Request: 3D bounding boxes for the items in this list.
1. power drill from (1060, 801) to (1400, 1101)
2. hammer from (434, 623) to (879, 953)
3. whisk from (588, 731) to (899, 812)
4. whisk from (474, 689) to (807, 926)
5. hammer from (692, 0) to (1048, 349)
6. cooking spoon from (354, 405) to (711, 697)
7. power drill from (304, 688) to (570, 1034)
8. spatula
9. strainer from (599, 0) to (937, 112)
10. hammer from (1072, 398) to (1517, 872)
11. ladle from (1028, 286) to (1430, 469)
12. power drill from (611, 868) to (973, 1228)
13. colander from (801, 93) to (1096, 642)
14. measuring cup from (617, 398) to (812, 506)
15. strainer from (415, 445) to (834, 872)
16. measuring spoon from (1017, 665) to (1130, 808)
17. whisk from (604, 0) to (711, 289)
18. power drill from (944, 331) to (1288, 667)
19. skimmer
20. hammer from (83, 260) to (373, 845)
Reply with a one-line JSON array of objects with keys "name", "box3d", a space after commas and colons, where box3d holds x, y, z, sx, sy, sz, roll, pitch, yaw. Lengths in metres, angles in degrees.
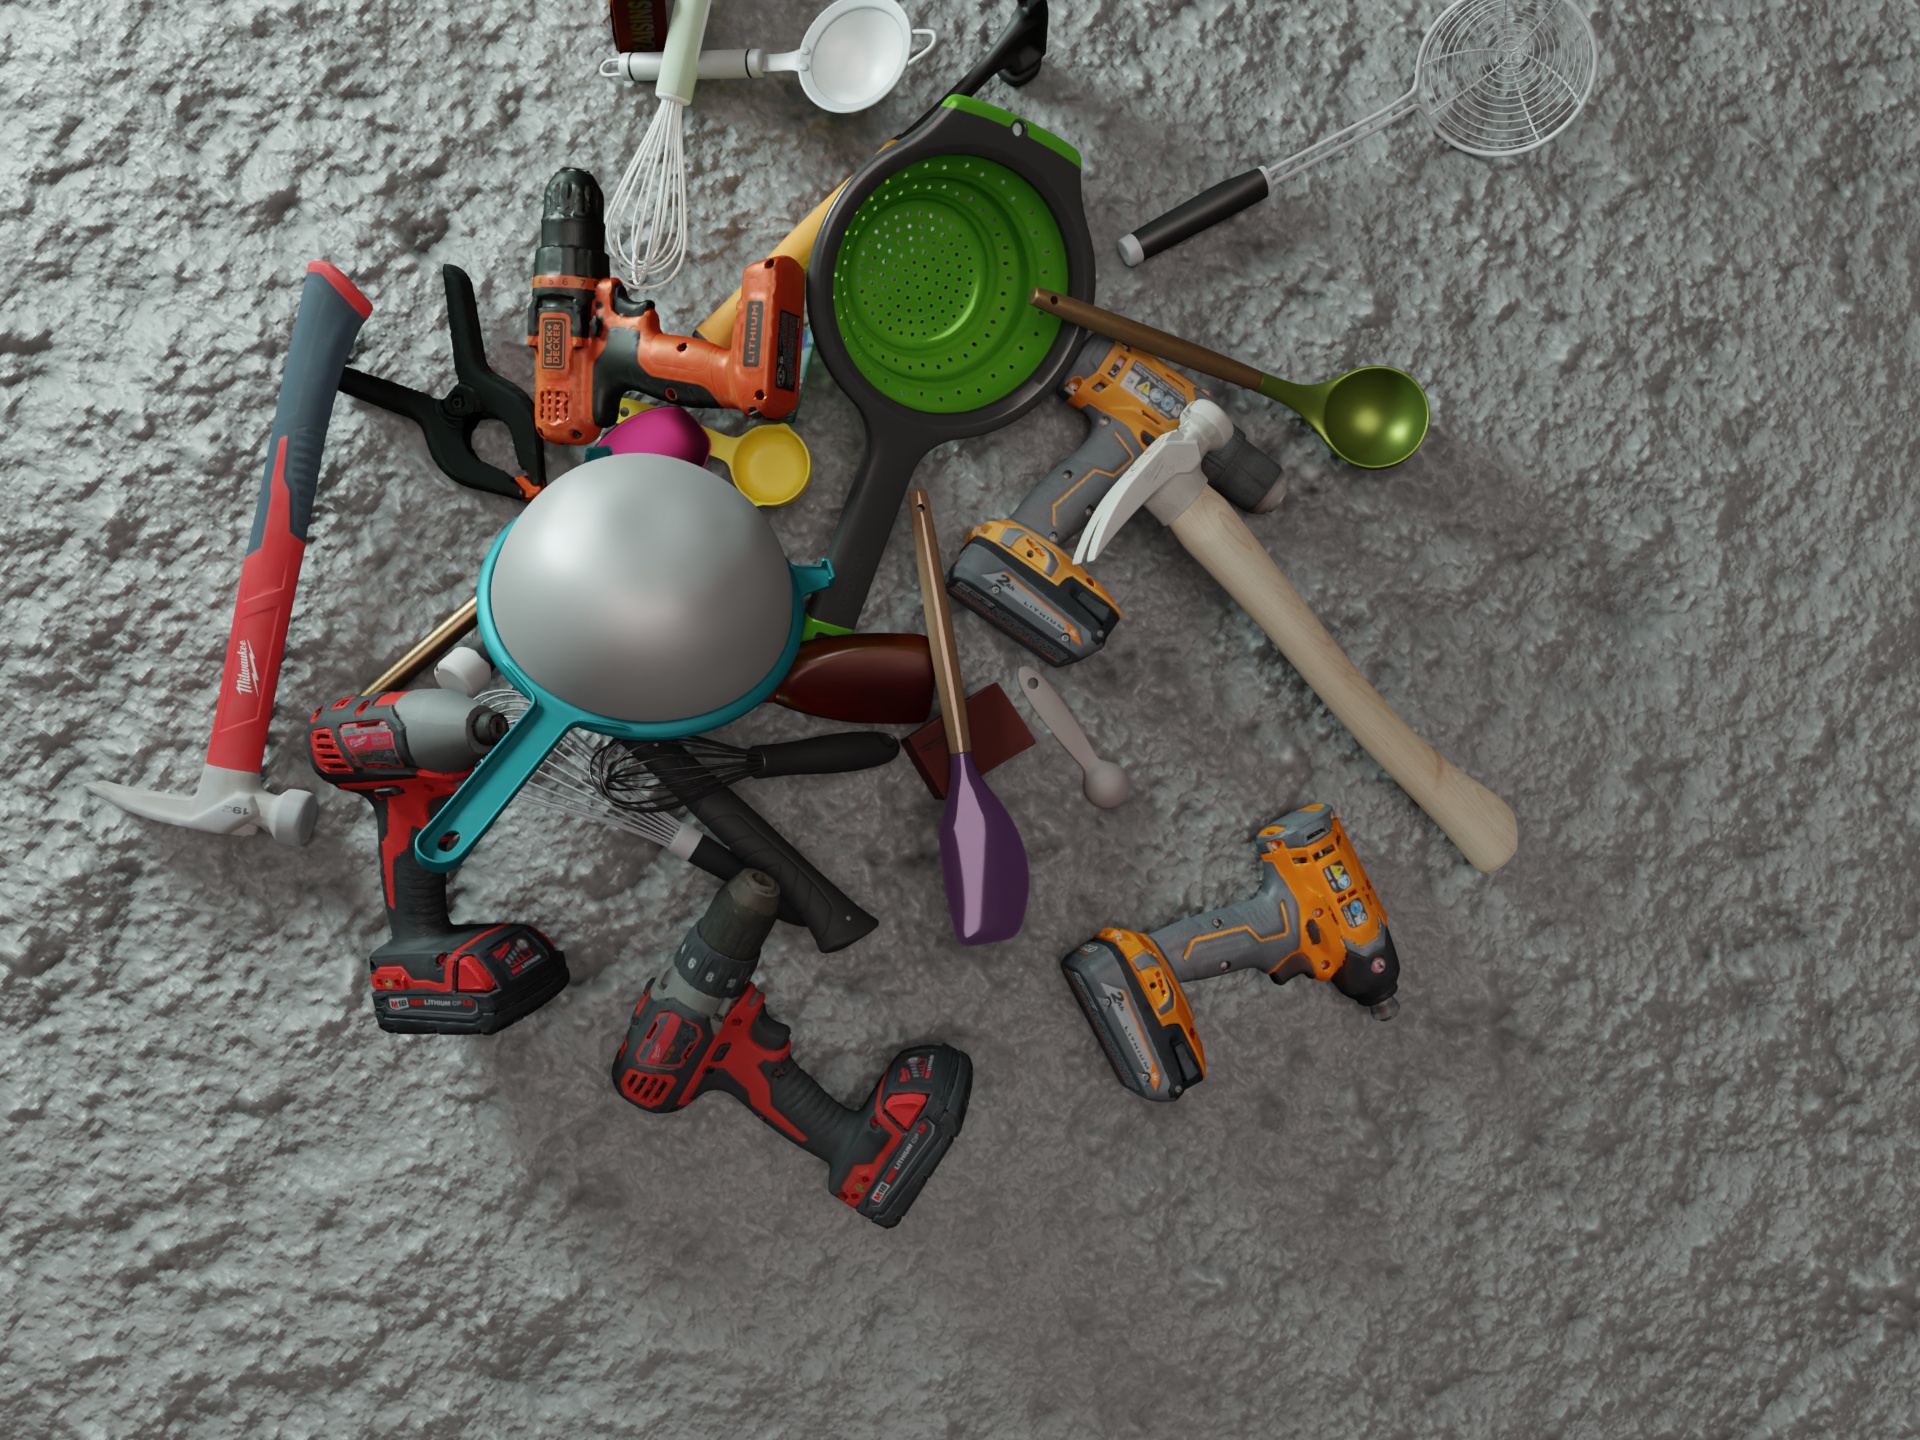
[{"name": "power drill", "box3d": [0.205, 0.180, 1.138, 0.226, 0.084, 0.164, -28, 92, -12]}, {"name": "hammer", "box3d": [-0.184, 0.035, 1.084, 0.334, 0.035, 0.146, 44, 50, -7]}, {"name": "whisk", "box3d": [-0.138, 0.026, 1.071, 0.239, 0.055, 0.055, -5, 88, -40]}, {"name": "whisk", "box3d": [-0.218, 0.067, 1.100, 0.284, 0.070, 0.070, 31, 84, -10]}, {"name": "hammer", "box3d": [-0.063, -0.379, 1.115, 0.034, 0.127, 0.337, 44, 89, 2]}, {"name": "cooking spoon", "box3d": [-0.304, -0.105, 1.105, 0.319, 0.017, 0.069, -41, 90, -4]}, {"name": "power drill", "box3d": [-0.334, 0.087, 1.028, 0.143, 0.078, 0.219, -5, 102, 25]}, {"name": "spatula", "box3d": [-0.002, -0.003, 1.095, 0.059, 0.018, 0.316, -10, 90, -9]}, {"name": "strainer", "box3d": [-0.134, -0.459, 1.109, 0.258, 0.050, 0.087, 5, 83, 15]}, {"name": "hammer", "box3d": [0.256, -0.030, 1.132, 0.410, 0.038, 0.146, 45, 75, -15]}, {"name": "ladle", "box3d": [0.195, -0.251, 1.126, 0.320, 0.062, 0.078, 14, 86, -24]}, {"name": "power drill", "box3d": [-0.104, 0.218, 1.070, 0.226, 0.080, 0.188, 29, 109, -4]}, {"name": "colander", "box3d": [-0.046, -0.231, 1.122, 0.204, 0.095, 0.397, 15, 104, -26]}, {"name": "measuring cup", "box3d": [-0.179, -0.197, 1.135, 0.156, 0.029, 0.062, 21, 91, 6]}, {"name": "strainer", "box3d": [-0.224, -0.055, 0.972, 0.211, 0.095, 0.340, 28, 53, 4]}, {"name": "measuring spoon", "box3d": [0.081, 0.011, 1.158, 0.034, 0.018, 0.124, -37, 92, -7]}, {"name": "whisk", "box3d": [-0.199, -0.421, 1.098, 0.059, 0.058, 0.246, 11, 101, -18]}, {"name": "power drill", "box3d": [0.116, -0.147, 1.142, 0.185, 0.084, 0.226, 34, 80, -7]}, {"name": "skimmer", "box3d": [0.289, -0.419, 1.168, 0.363, 0.090, 0.127, -29, 123, -5]}, {"name": "hammer", "box3d": [-0.474, -0.118, 1.066, 0.143, 0.038, 0.386, 12, 91, -5]}]
